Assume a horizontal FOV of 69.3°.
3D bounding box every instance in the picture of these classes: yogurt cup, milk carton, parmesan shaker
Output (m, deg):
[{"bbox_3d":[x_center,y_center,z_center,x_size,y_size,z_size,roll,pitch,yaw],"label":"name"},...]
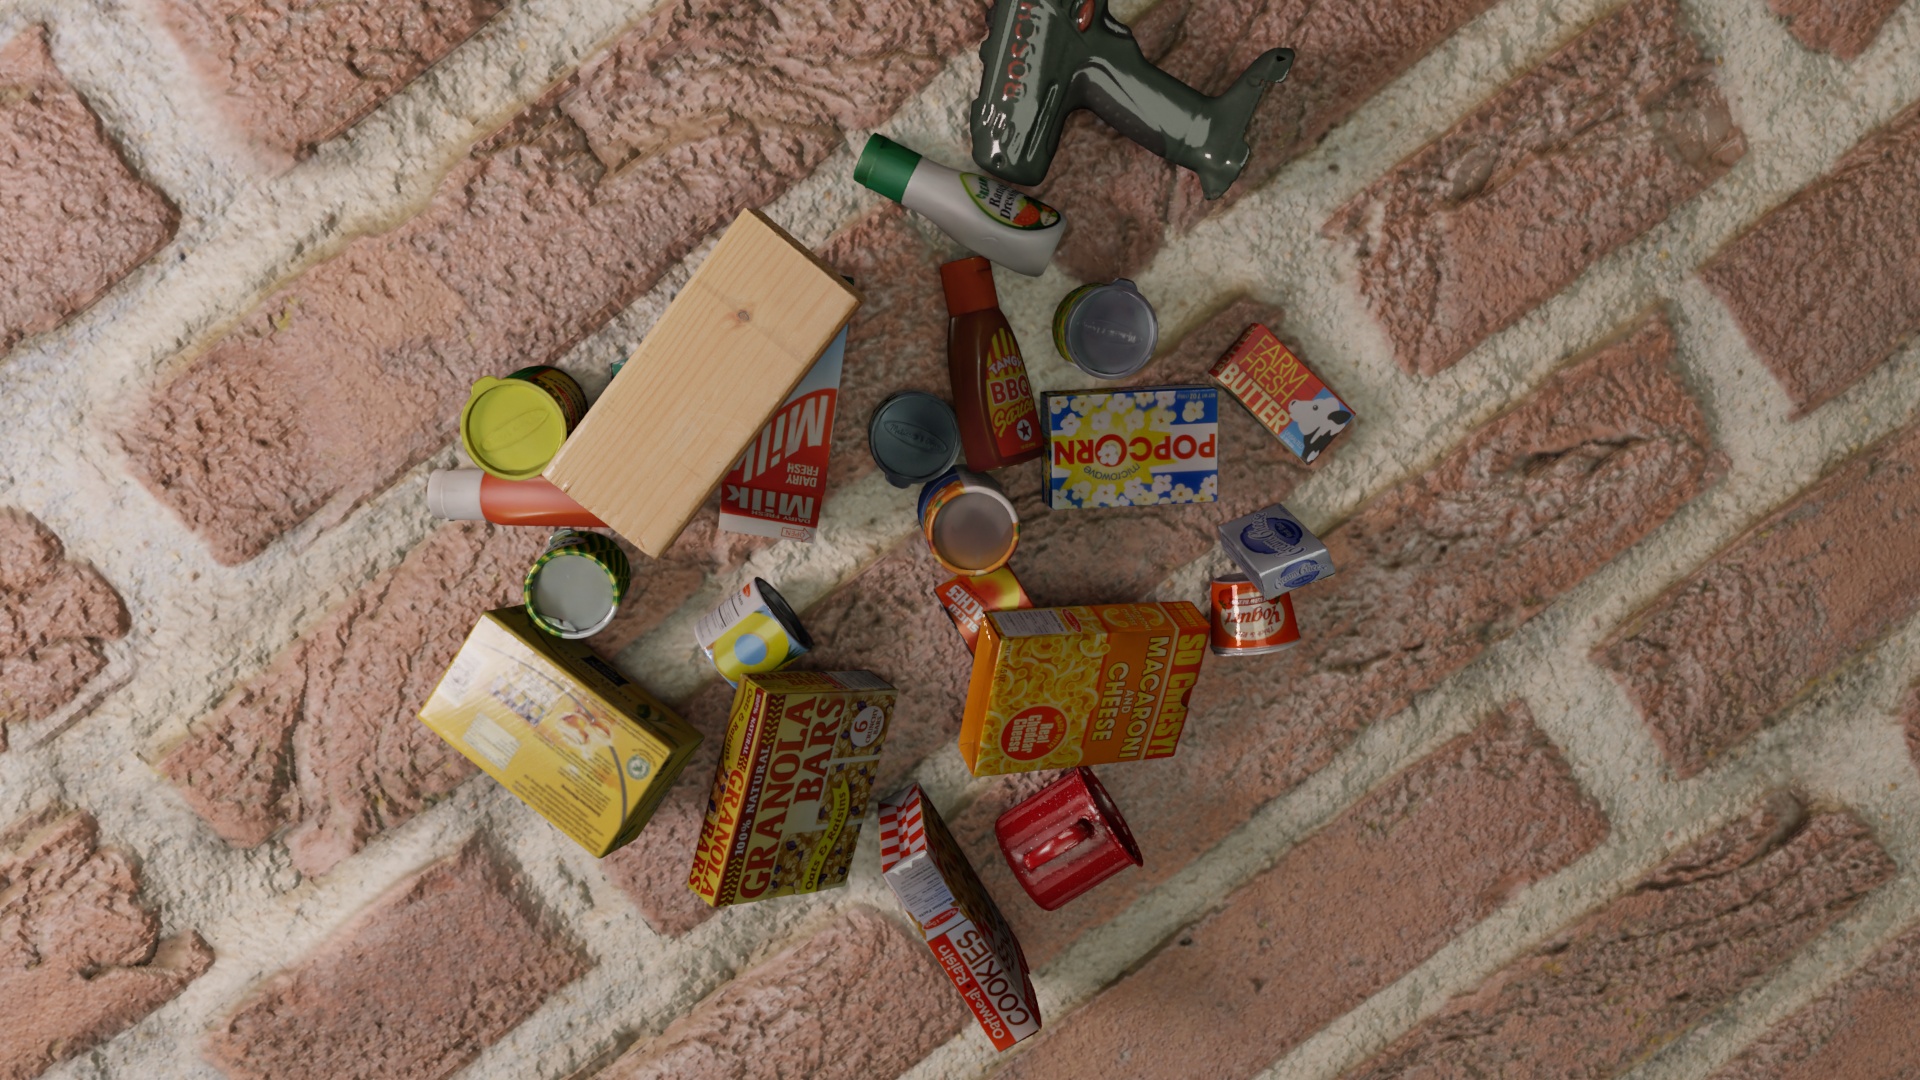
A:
[{"bbox_3d":[0.219,0.053,1.044,0.072,0.072,0.054,-8,95,-4],"label":"yogurt cup"},{"bbox_3d":[-0.122,-0.094,0.970,0.072,0.073,0.190,9,101,-7],"label":"milk carton"},{"bbox_3d":[-0.293,-0.084,0.939,0.071,0.103,0.071,-1,103,-6],"label":"parmesan shaker"}]

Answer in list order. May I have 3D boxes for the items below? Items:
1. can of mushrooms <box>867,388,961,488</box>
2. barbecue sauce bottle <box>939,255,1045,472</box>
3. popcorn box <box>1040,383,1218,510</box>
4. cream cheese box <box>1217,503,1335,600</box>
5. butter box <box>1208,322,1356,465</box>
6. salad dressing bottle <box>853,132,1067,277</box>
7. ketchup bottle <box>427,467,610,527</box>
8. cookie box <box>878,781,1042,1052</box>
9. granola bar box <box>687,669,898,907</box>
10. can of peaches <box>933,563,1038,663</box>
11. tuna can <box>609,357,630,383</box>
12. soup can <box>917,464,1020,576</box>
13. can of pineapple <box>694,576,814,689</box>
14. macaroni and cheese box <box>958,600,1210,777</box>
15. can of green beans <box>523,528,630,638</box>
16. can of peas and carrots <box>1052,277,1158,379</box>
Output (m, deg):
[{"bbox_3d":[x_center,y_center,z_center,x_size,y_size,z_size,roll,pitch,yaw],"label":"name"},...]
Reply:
[{"bbox_3d":[-0.035,-0.074,1.004,0.071,0.033,0.071,-1,102,-7],"label":"can of mushrooms"},{"bbox_3d":[0.018,-0.126,0.988,0.065,0.043,0.148,-19,98,-47],"label":"barbecue sauce bottle"},{"bbox_3d":[0.124,-0.069,1.020,0.127,0.038,0.085,-3,103,-5],"label":"popcorn box"},{"bbox_3d":[0.229,0.007,1.014,0.053,0.104,0.024,-21,111,0],"label":"cream cheese box"},{"bbox_3d":[0.238,-0.109,1.031,0.103,0.024,0.053,41,96,-12],"label":"butter box"},{"bbox_3d":[-0.001,-0.234,0.963,0.148,0.064,0.043,25,132,-3],"label":"salad dressing bottle"},{"bbox_3d":[-0.293,-0.031,0.973,0.149,0.065,0.043,1,89,2],"label":"ketchup bottle"},{"bbox_3d":[-0.002,0.277,1.036,0.040,0.123,0.167,-30,103,2],"label":"cookie box"},{"bbox_3d":[-0.120,0.179,1.012,0.124,0.039,0.165,5,105,-46],"label":"granola bar box"},{"bbox_3d":[0.021,0.049,1.017,0.058,0.071,0.071,-31,104,0],"label":"can of peaches"},{"bbox_3d":[-0.217,-0.097,0.961,0.033,0.071,0.071,-16,103,-4],"label":"tuna can"},{"bbox_3d":[0.004,-0.012,0.996,0.071,0.084,0.071,-1,103,-6],"label":"soup can"},{"bbox_3d":[-0.149,0.071,1.006,0.058,0.071,0.071,-37,103,3],"label":"can of pineapple"},{"bbox_3d":[0.090,0.108,1.016,0.167,0.040,0.123,-2,121,-20],"label":"macaroni and cheese box"},{"bbox_3d":[-0.272,0.031,0.988,0.071,0.058,0.071,-1,102,-6],"label":"can of green beans"},{"bbox_3d":[0.102,-0.152,0.990,0.071,0.059,0.070,-1,102,-6],"label":"can of peas and carrots"}]
